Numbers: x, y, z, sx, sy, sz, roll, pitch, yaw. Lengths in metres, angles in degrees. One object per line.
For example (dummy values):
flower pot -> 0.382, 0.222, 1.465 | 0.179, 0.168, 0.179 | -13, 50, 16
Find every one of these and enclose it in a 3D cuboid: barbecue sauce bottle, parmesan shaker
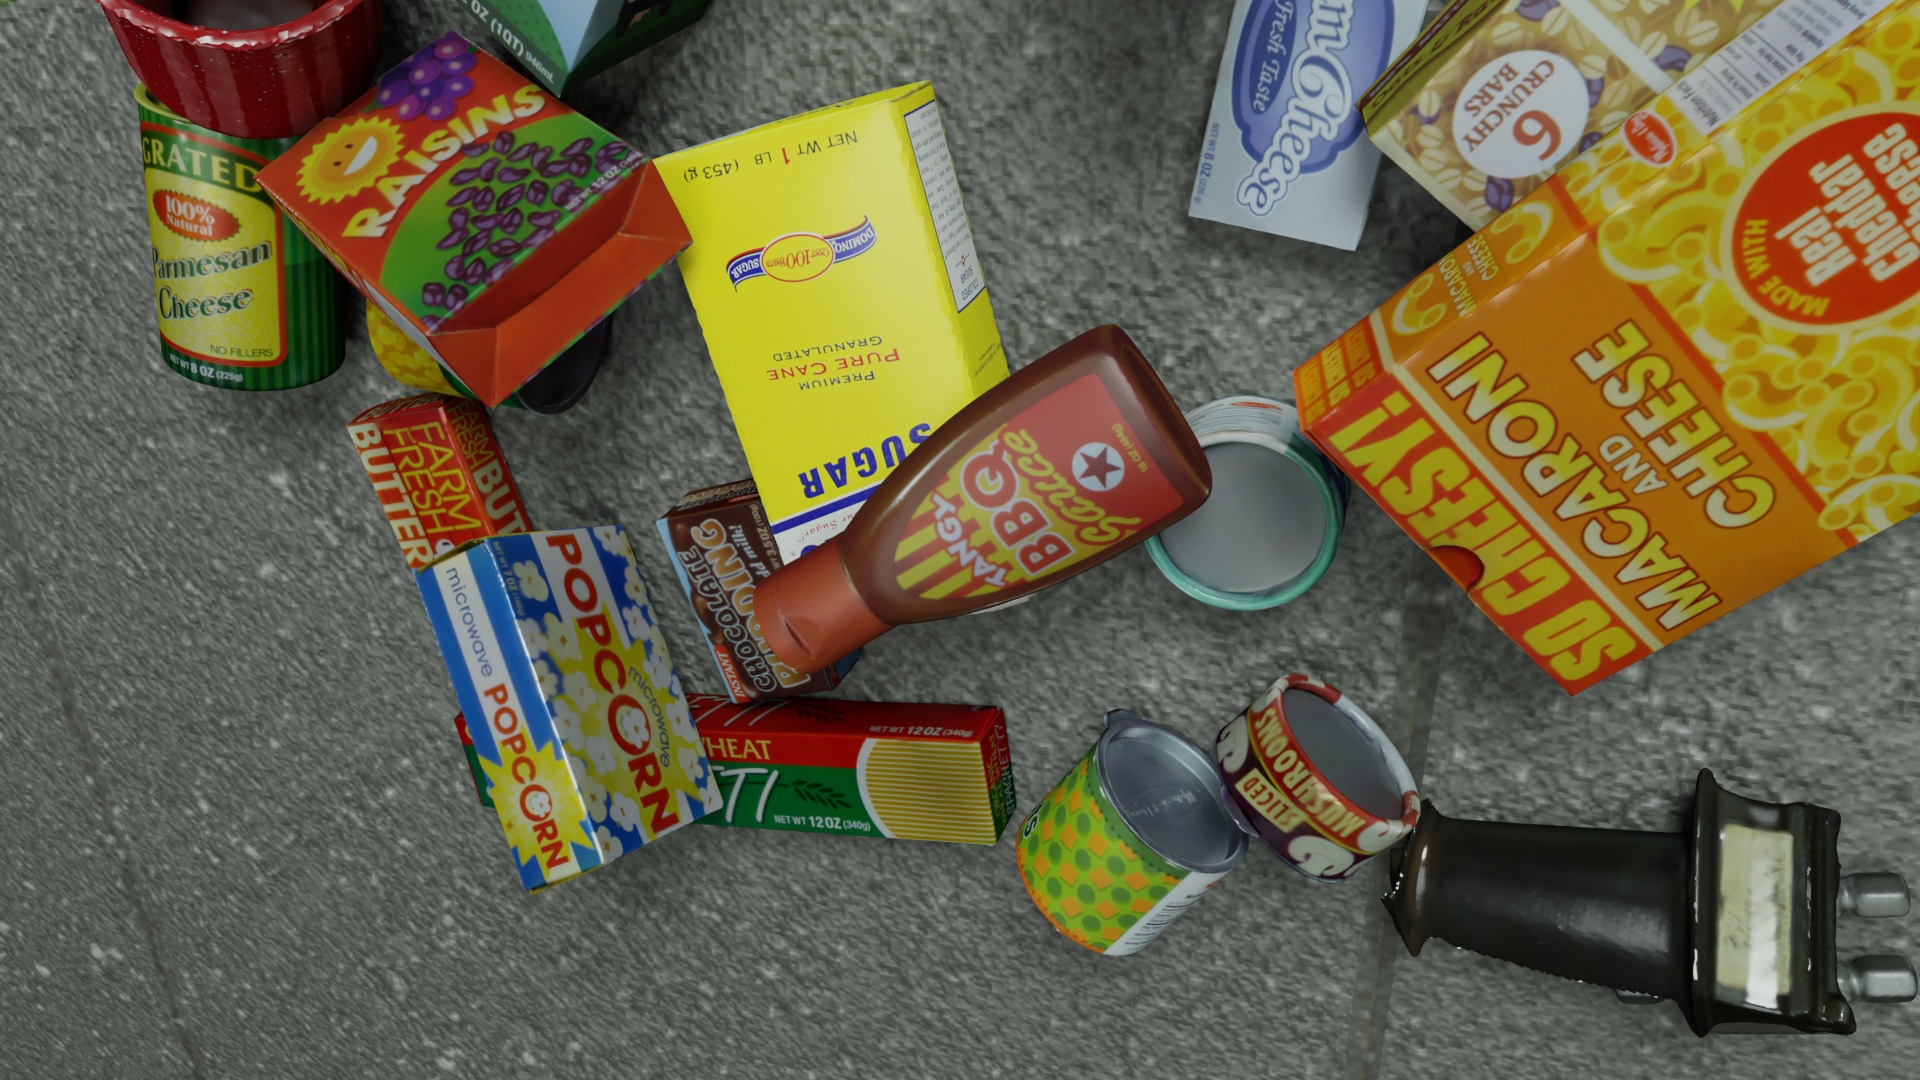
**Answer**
barbecue sauce bottle -> 0.002, -0.006, 0.441 | 0.148, 0.044, 0.064 | -30, 107, 20
parmesan shaker -> -0.265, -0.115, 0.522 | 0.071, 0.072, 0.102 | 19, 120, 11

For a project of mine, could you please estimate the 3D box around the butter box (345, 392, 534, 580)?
butter box -> -0.209, -0.010, 0.577 | 0.053, 0.024, 0.103 | -7, 112, 24

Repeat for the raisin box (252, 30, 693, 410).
raisin box -> -0.159, -0.107, 0.447 | 0.123, 0.086, 0.040 | 37, 164, 33

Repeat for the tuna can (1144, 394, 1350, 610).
tuna can -> 0.095, -0.010, 0.461 | 0.071, 0.033, 0.070 | 8, 117, 17

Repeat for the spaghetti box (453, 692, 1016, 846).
spaghetti box -> -0.101, 0.093, 0.585 | 0.250, 0.029, 0.050 | 0, 114, 20

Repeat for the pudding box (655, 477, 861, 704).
pudding box -> -0.078, 0.019, 0.540 | 0.049, 0.030, 0.083 | -9, 111, 25

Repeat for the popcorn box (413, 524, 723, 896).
popcorn box -> -0.146, 0.059, 0.530 | 0.038, 0.085, 0.126 | -23, 86, 20

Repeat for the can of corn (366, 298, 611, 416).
can of corn -> -0.169, -0.084, 0.500 | 0.058, 0.071, 0.070 | 12, 118, 15

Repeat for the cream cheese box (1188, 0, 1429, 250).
cream cheese box -> 0.103, -0.140, 0.399 | 0.053, 0.024, 0.103 | 15, 119, 11

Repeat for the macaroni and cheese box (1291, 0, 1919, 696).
macaroni and cheese box -> 0.190, -0.045, 0.354 | 0.123, 0.040, 0.166 | 41, 121, -19

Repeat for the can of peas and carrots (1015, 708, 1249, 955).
can of peas and carrots -> 0.061, 0.108, 0.513 | 0.071, 0.071, 0.058 | 36, 122, 0

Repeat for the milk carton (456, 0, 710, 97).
milk carton -> -0.084, -0.218, 0.369 | 0.072, 0.074, 0.189 | 43, 140, -3

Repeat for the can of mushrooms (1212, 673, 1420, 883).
can of mushrooms -> 0.121, 0.080, 0.474 | 0.071, 0.071, 0.033 | 40, 120, -2

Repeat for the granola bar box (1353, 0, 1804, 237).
granola bar box -> 0.204, -0.129, 0.344 | 0.124, 0.039, 0.164 | 34, 122, -15
